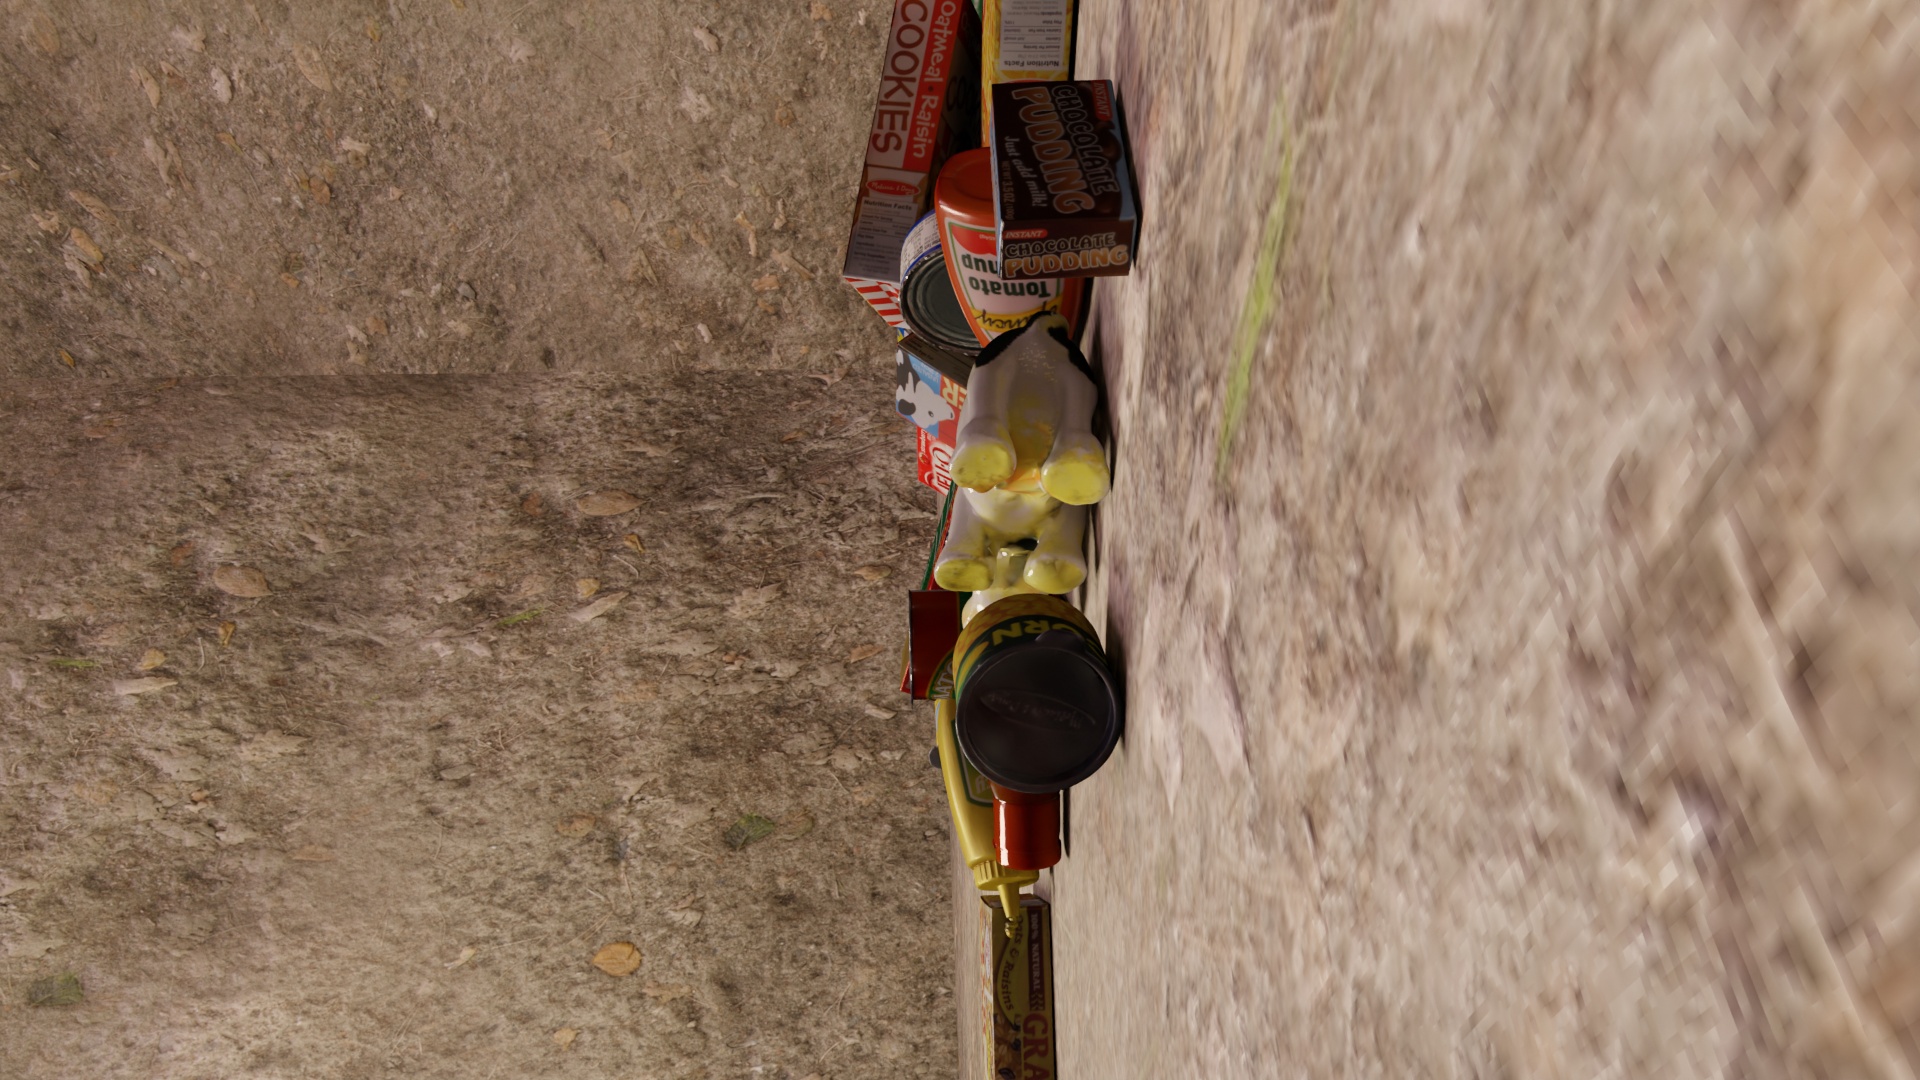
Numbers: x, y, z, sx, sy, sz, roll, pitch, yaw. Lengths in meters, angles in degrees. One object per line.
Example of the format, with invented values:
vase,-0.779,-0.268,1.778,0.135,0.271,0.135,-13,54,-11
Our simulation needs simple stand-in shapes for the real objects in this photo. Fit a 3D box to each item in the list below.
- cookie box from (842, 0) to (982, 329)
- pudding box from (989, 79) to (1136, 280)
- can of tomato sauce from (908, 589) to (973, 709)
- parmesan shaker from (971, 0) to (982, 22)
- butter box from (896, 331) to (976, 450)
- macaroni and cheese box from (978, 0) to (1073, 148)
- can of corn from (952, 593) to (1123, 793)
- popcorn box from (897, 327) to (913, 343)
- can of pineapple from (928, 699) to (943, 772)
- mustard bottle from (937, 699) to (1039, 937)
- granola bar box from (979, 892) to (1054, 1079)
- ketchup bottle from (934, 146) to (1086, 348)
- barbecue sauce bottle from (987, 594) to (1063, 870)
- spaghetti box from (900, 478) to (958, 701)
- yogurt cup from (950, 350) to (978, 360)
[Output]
cookie box,-0.019,-0.214,0.796,0.123,0.040,0.167,24,-104,-79
pudding box,0.037,-0.136,0.523,0.030,0.050,0.084,90,179,-53
can of tomato sauce,0.011,0.063,0.826,0.071,0.083,0.071,-173,82,-87
parmesan shaker,0.007,-0.315,0.909,0.072,0.071,0.102,-95,5,-55
butter box,0.008,-0.071,0.768,0.024,0.103,0.052,-40,-29,-31
macaroni and cheese box,0.031,-0.242,0.731,0.124,0.040,0.165,-92,3,-49
can of corn,0.031,0.059,0.573,0.058,0.071,0.071,-98,8,-72
popcorn box,-0.013,-0.169,1.237,0.038,0.085,0.126,47,160,20
can of pineapple,0.014,0.126,0.949,0.058,0.071,0.070,-95,4,-58
mustard bottle,0.024,0.163,0.859,0.048,0.065,0.161,89,173,-65
granola bar box,0.035,0.315,0.892,0.124,0.039,0.166,100,169,-78
ketchup bottle,0.029,-0.114,0.645,0.148,0.065,0.044,77,-157,-57
barbecue sauce bottle,0.035,0.102,0.753,0.065,0.044,0.148,-108,17,-83
spaghetti box,0.003,-0.011,0.915,0.050,0.029,0.248,-94,19,-64
yogurt cup,0.020,-0.102,0.807,0.073,0.072,0.053,-96,-3,-61
